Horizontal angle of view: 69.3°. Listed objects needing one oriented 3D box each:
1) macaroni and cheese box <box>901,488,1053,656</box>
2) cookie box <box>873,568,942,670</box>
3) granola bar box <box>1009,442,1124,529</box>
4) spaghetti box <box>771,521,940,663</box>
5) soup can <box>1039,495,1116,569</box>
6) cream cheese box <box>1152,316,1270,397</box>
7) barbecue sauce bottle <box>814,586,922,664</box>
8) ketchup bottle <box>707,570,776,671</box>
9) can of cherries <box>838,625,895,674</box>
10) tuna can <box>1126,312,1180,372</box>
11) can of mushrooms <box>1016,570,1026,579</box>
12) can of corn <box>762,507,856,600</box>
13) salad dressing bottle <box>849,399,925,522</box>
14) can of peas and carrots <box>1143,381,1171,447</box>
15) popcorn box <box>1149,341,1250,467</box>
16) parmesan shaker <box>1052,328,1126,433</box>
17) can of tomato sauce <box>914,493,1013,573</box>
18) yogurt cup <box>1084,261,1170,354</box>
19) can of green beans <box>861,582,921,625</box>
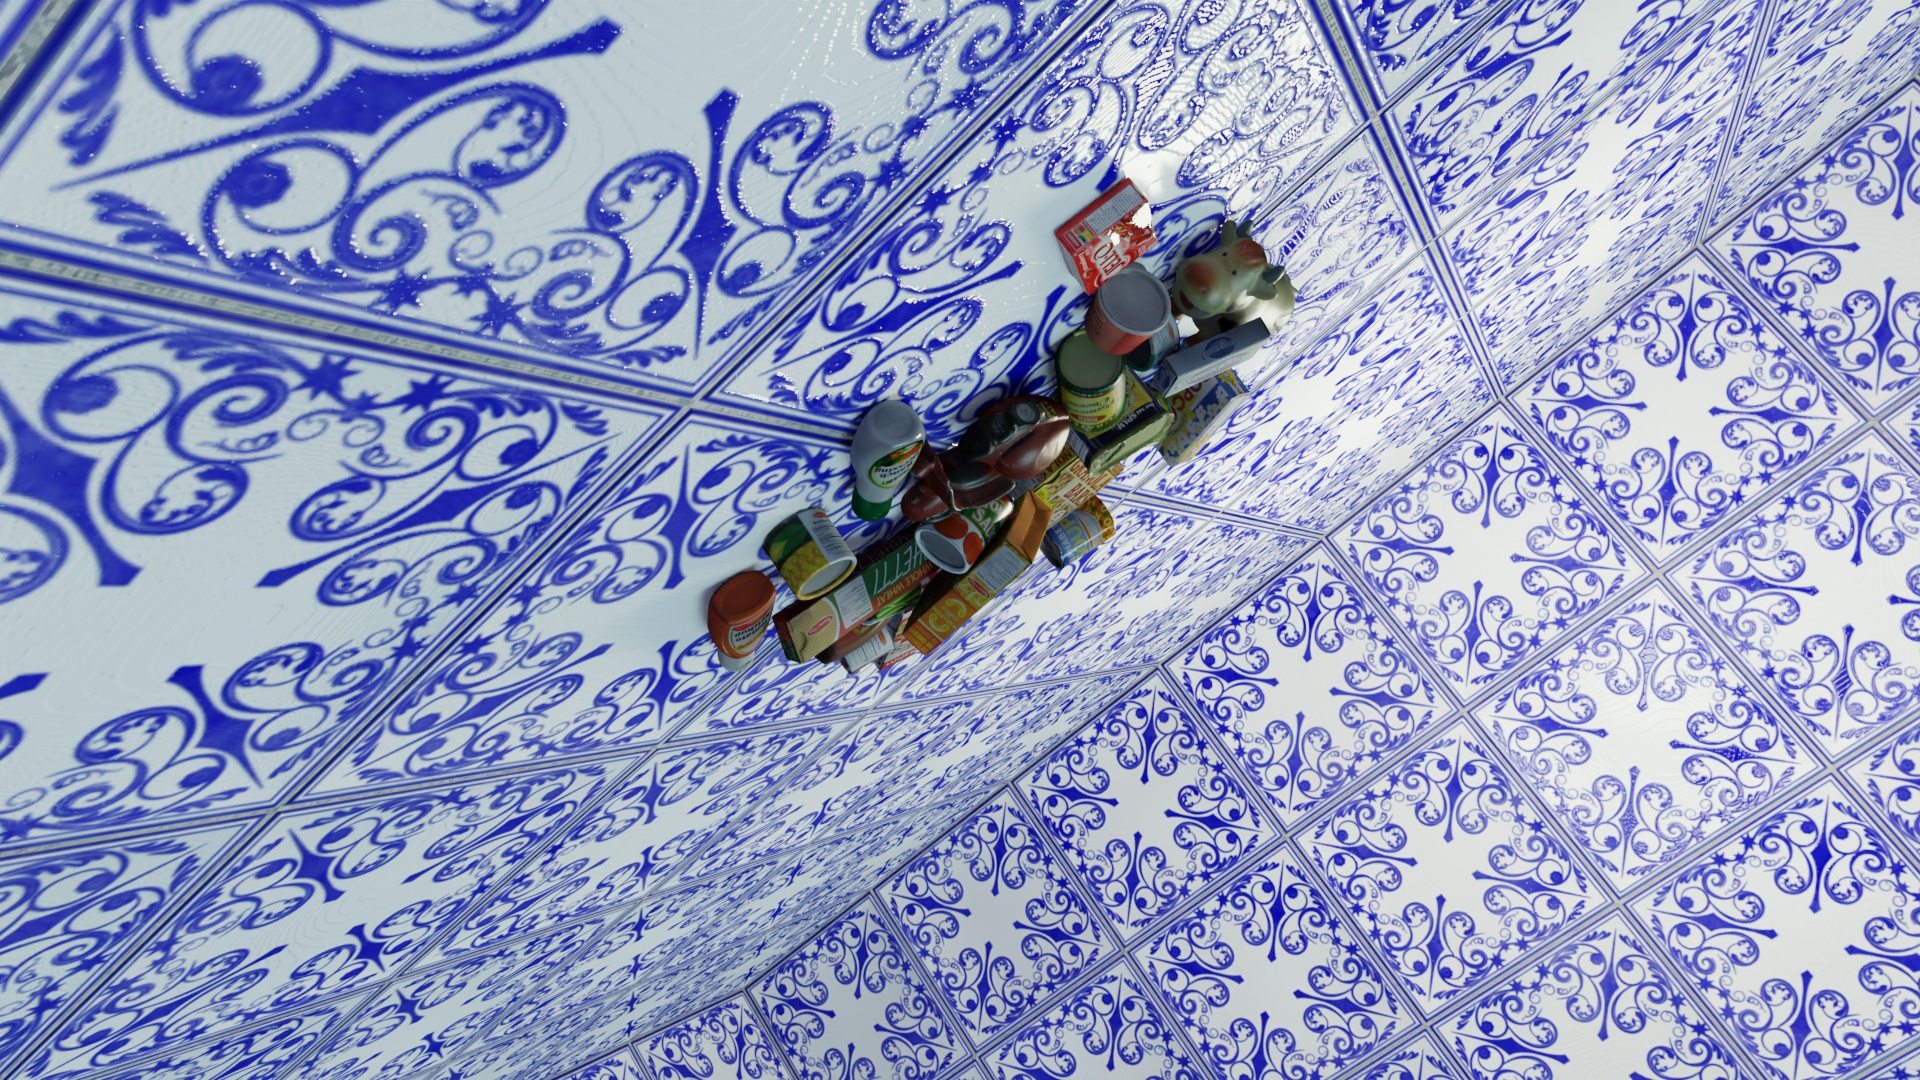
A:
[{"bbox_3d":[0.018,0.033,1.452,0.166,0.040,0.124,-42,-170,28],"label":"macaroni and cheese box"},{"bbox_3d":[-0.044,0.085,1.675,0.123,0.040,0.166,-27,162,-26],"label":"cookie box"},{"bbox_3d":[0.111,-0.069,1.556,0.124,0.039,0.165,-38,164,9],"label":"granola bar box"},{"bbox_3d":[-0.082,0.039,1.383,0.028,0.050,0.251,9,-147,44],"label":"spaghetti box"},{"bbox_3d":[0.142,-0.012,1.722,0.084,0.071,0.071,-32,163,-13],"label":"soup can"},{"bbox_3d":[0.232,-0.169,1.288,0.104,0.024,0.053,-24,168,-13],"label":"cream cheese box"},{"bbox_3d":[-0.105,0.076,1.494,0.149,0.065,0.043,-29,165,-40],"label":"barbecue sauce bottle"},{"bbox_3d":[-0.212,0.082,1.330,0.065,0.043,0.148,-35,165,-25],"label":"ketchup bottle"},{"bbox_3d":[-0.115,0.107,1.555,0.058,0.071,0.071,-31,163,-14],"label":"can of cherries"},{"bbox_3d":[0.169,-0.191,1.289,0.033,0.071,0.070,-27,162,-23],"label":"tuna can"},{"bbox_3d":[0.046,0.020,1.629,0.033,0.071,0.071,-36,163,-3],"label":"can of mushrooms"},{"bbox_3d":[-0.138,0.014,1.261,0.071,0.058,0.071,-32,163,-11],"label":"can of corn"},{"bbox_3d":[-0.068,-0.065,1.205,0.064,0.044,0.147,-27,162,-23],"label":"salad dressing bottle"},{"bbox_3d":[0.183,-0.133,1.481,0.059,0.071,0.070,-11,151,-53],"label":"can of peas and carrots"},{"bbox_3d":[0.249,-0.152,1.519,0.038,0.085,0.126,-20,158,-39],"label":"popcorn box"},{"bbox_3d":[0.120,-0.150,1.309,0.071,0.071,0.103,-34,163,-4],"label":"parmesan shaker"},{"bbox_3d":[0.005,-0.017,1.391,0.083,0.071,0.071,-52,172,-27],"label":"can of tomato sauce"},{"bbox_3d":[0.143,-0.199,1.221,0.072,0.072,0.053,-27,169,-26],"label":"yogurt cup"},{"bbox_3d":[-0.084,0.049,1.449,0.058,0.071,0.071,-21,158,-39],"label":"can of green beans"}]
